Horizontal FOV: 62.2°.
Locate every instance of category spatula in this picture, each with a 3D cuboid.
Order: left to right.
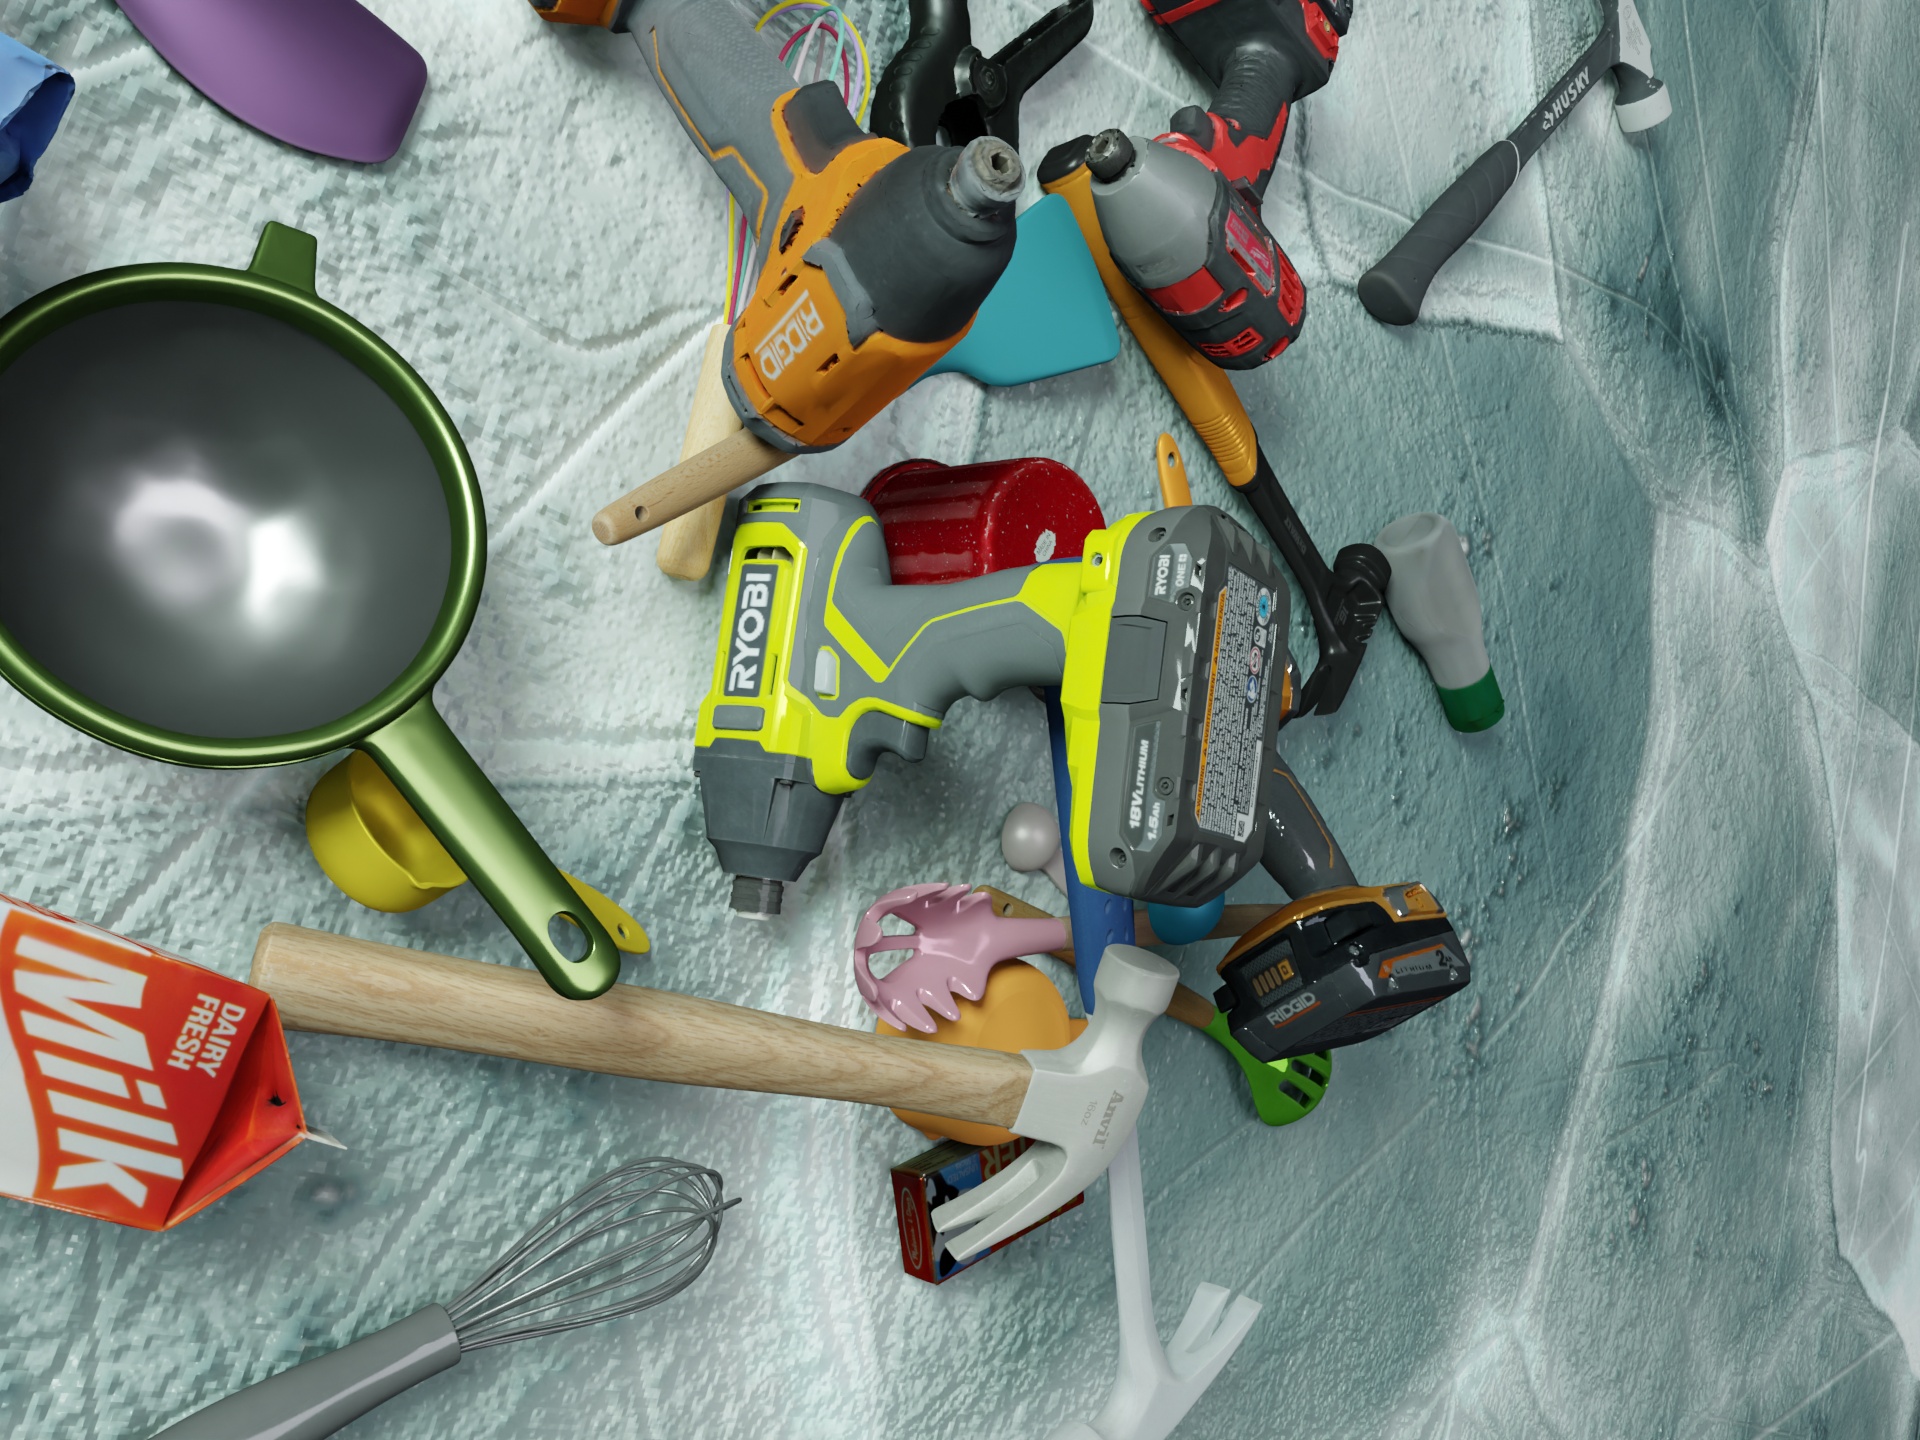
[{"bbox_3d":[-0.295,-0.262,0.447,0.315,0.018,0.060,29,73,-41],"label":"spatula"},{"bbox_3d":[-0.034,-0.139,0.658,0.317,0.044,0.082,-41,114,-46],"label":"spatula"}]

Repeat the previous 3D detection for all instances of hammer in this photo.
[{"bbox_3d":[-0.082,0.121,0.577,0.331,0.031,0.130,14,101,-22],"label":"hammer"},{"bbox_3d":[0.068,0.131,0.692,0.144,0.035,0.405,-19,108,-45],"label":"hammer"},{"bbox_3d":[0.134,-0.152,0.836,0.336,0.034,0.127,52,50,-30],"label":"hammer"},{"bbox_3d":[0.367,-0.382,1.051,0.409,0.036,0.149,-47,120,-31],"label":"hammer"}]

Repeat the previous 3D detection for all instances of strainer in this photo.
[{"bbox_3d":[-0.198,-0.013,0.492,0.151,0.069,0.256,-45,107,-35],"label":"strainer"}]

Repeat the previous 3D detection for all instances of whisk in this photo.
[{"bbox_3d":[-0.180,0.215,0.556,0.239,0.055,0.055,-18,104,-37],"label":"whisk"},{"bbox_3d":[-0.080,-0.175,0.636,0.047,0.051,0.245,19,82,-48],"label":"whisk"}]

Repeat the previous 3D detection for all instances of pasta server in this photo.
[{"bbox_3d":[0.067,0.098,0.730,0.316,0.040,0.060,3,92,-44],"label":"pasta server"}]

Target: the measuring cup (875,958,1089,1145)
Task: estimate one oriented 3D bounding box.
[{"bbox_3d":[0.041,0.155,0.753,0.173,0.052,0.095,11,84,-41],"label":"measuring cup"}]

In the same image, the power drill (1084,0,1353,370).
[{"bbox_3d":[0.120,-0.294,0.766,0.143,0.078,0.220,32,61,-42],"label":"power drill"}]

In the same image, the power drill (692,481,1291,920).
[{"bbox_3d":[-0.001,-0.002,0.591,0.080,0.223,0.171,17,79,-55],"label":"power drill"}]

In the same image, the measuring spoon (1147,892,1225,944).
[{"bbox_3d":[0.082,0.044,0.652,0.042,0.021,0.128,-51,128,-30],"label":"measuring spoon"}]

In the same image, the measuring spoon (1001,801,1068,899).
[{"bbox_3d":[0.063,0.082,0.795,0.124,0.018,0.034,43,63,-36],"label":"measuring spoon"}]

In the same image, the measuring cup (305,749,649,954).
[{"bbox_3d":[-0.169,0.059,0.570,0.156,0.029,0.062,43,20,-50],"label":"measuring cup"}]

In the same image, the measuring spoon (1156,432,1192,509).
[{"bbox_3d":[0.124,-0.097,0.850,0.021,0.011,0.117,-30,111,-38],"label":"measuring spoon"}]

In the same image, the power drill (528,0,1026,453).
[{"bbox_3d":[-0.063,-0.219,0.536,0.084,0.164,0.226,-28,92,-32],"label":"power drill"}]

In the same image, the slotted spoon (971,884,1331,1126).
[{"bbox_3d":[0.113,0.150,0.840,0.313,0.031,0.070,33,74,-37],"label":"slotted spoon"}]

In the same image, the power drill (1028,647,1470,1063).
[{"bbox_3d":[0.129,0.043,0.756,0.185,0.084,0.226,4,54,-47],"label":"power drill"}]
